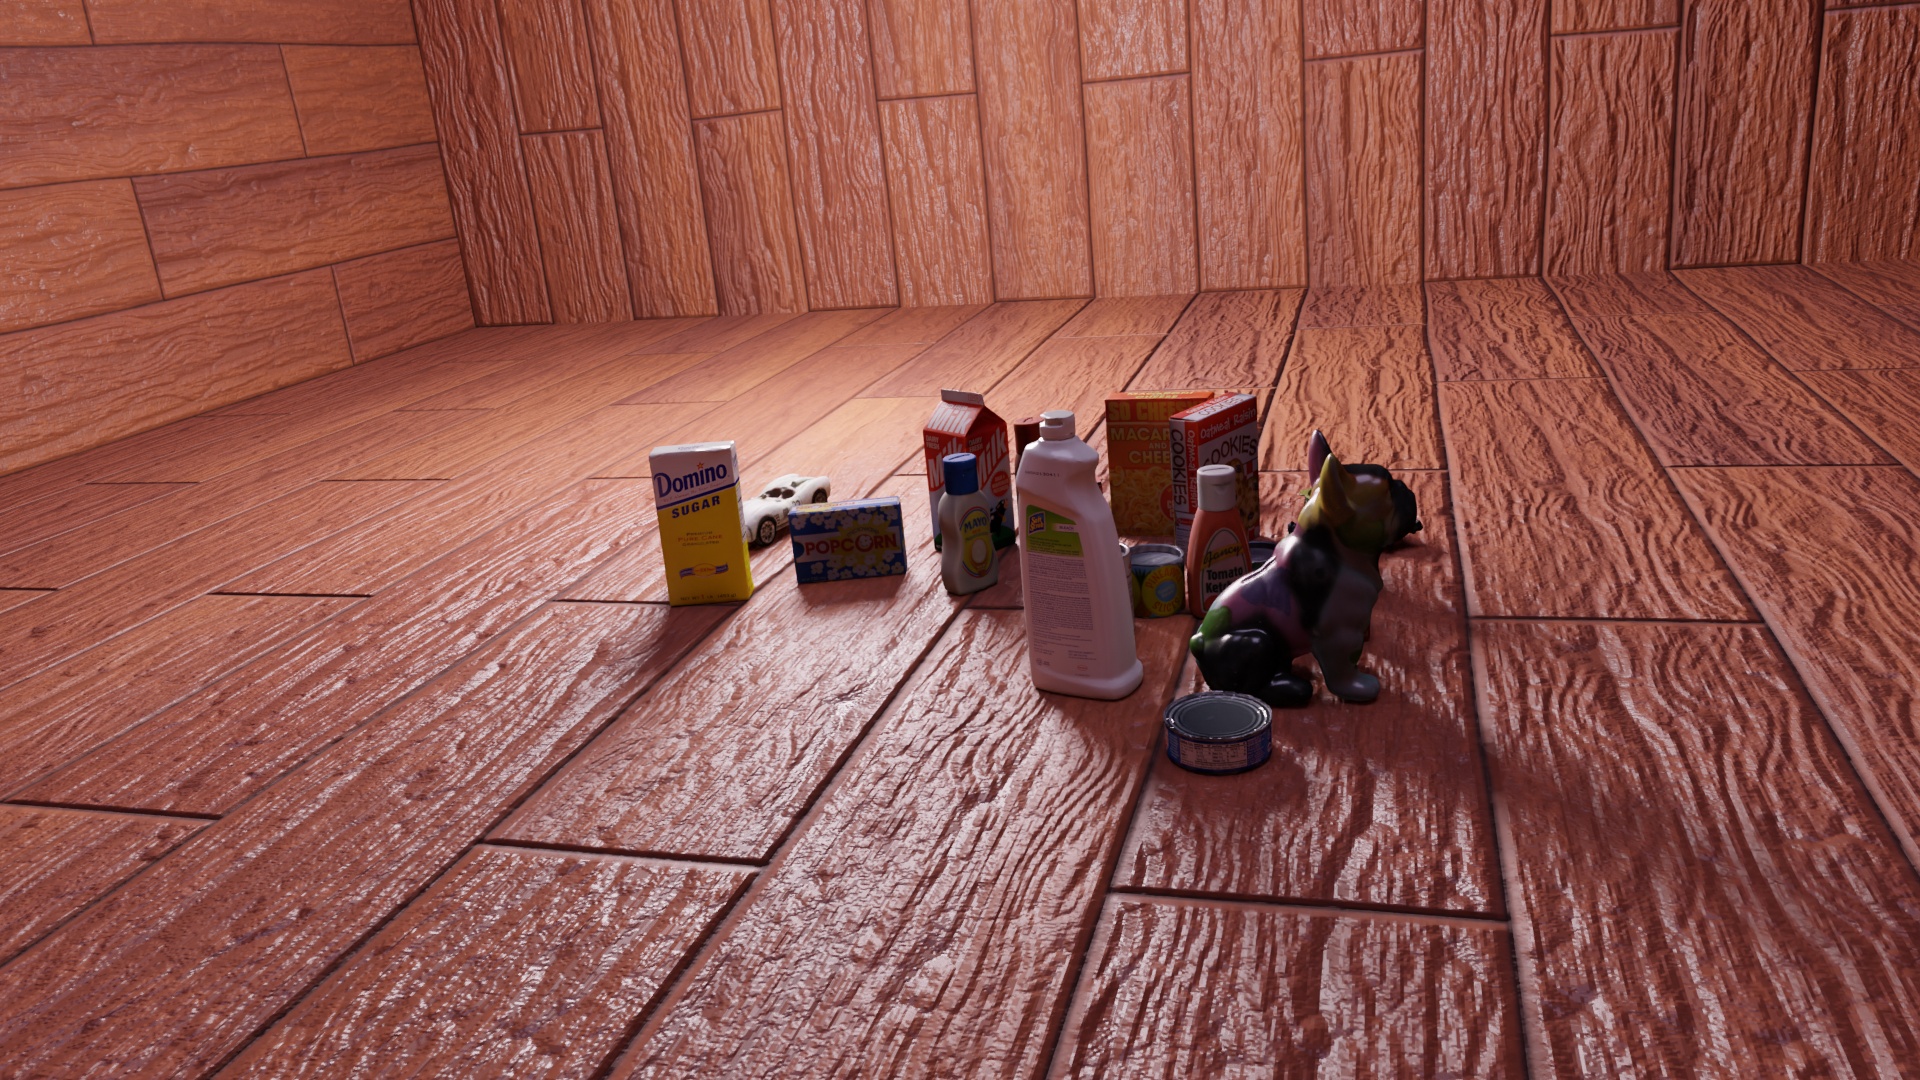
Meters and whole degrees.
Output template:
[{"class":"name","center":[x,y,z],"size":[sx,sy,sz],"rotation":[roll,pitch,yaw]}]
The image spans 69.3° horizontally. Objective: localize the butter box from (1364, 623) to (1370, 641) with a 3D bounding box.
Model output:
[{"class":"butter box","center":[0.360,0.055,1.325],"size":[0.024,0.053,0.104],"rotation":[-7,18,-5]}]

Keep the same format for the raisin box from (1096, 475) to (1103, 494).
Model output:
[{"class":"raisin box","center":[0.130,-0.013,1.487],"size":[0.040,0.123,0.086],"rotation":[-7,18,-3]}]

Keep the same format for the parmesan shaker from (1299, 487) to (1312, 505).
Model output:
[{"class":"parmesan shaker","center":[0.380,0.000,1.406],"size":[0.071,0.102,0.071],"rotation":[-5,18,2]}]

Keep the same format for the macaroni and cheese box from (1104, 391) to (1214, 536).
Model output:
[{"class":"macaroni and cheese box","center":[0.235,-0.089,1.616],"size":[0.124,0.165,0.040],"rotation":[1,19,21]}]

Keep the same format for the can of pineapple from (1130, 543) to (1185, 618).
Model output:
[{"class":"can of pineapple","center":[0.195,0.041,1.407],"size":[0.071,0.057,0.071],"rotation":[-5,18,2]}]

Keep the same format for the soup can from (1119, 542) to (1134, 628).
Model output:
[{"class":"soup can","center":[0.133,0.049,1.359],"size":[0.071,0.083,0.071],"rotation":[-5,18,2]}]

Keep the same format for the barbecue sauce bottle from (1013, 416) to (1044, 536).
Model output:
[{"class":"barbecue sauce bottle","center":[0.087,-0.069,1.629],"size":[0.043,0.148,0.065],"rotation":[1,19,19]}]

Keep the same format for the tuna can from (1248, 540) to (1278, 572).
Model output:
[{"class":"tuna can","center":[0.309,0.027,1.457],"size":[0.071,0.032,0.071],"rotation":[-5,18,2]}]

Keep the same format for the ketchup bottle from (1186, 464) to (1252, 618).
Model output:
[{"class":"ketchup bottle","center":[0.254,0.001,1.367],"size":[0.065,0.148,0.043],"rotation":[-7,18,-5]}]

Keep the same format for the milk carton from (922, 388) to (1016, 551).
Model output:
[{"class":"milk carton","center":[0.009,-0.082,1.623],"size":[0.072,0.189,0.074],"rotation":[12,25,44]}]

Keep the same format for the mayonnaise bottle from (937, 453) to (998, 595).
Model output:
[{"class":"mayonnaise bottle","center":[0.005,-0.019,1.501],"size":[0.065,0.147,0.041],"rotation":[-18,22,-34]}]

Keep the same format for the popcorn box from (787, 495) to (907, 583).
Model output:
[{"class":"popcorn box","center":[-0.127,-0.001,1.587],"size":[0.127,0.085,0.038],"rotation":[-5,18,0]}]

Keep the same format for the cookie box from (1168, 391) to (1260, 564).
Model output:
[{"class":"cookie box","center":[0.283,-0.070,1.542],"size":[0.040,0.166,0.123],"rotation":[10,24,41]}]
